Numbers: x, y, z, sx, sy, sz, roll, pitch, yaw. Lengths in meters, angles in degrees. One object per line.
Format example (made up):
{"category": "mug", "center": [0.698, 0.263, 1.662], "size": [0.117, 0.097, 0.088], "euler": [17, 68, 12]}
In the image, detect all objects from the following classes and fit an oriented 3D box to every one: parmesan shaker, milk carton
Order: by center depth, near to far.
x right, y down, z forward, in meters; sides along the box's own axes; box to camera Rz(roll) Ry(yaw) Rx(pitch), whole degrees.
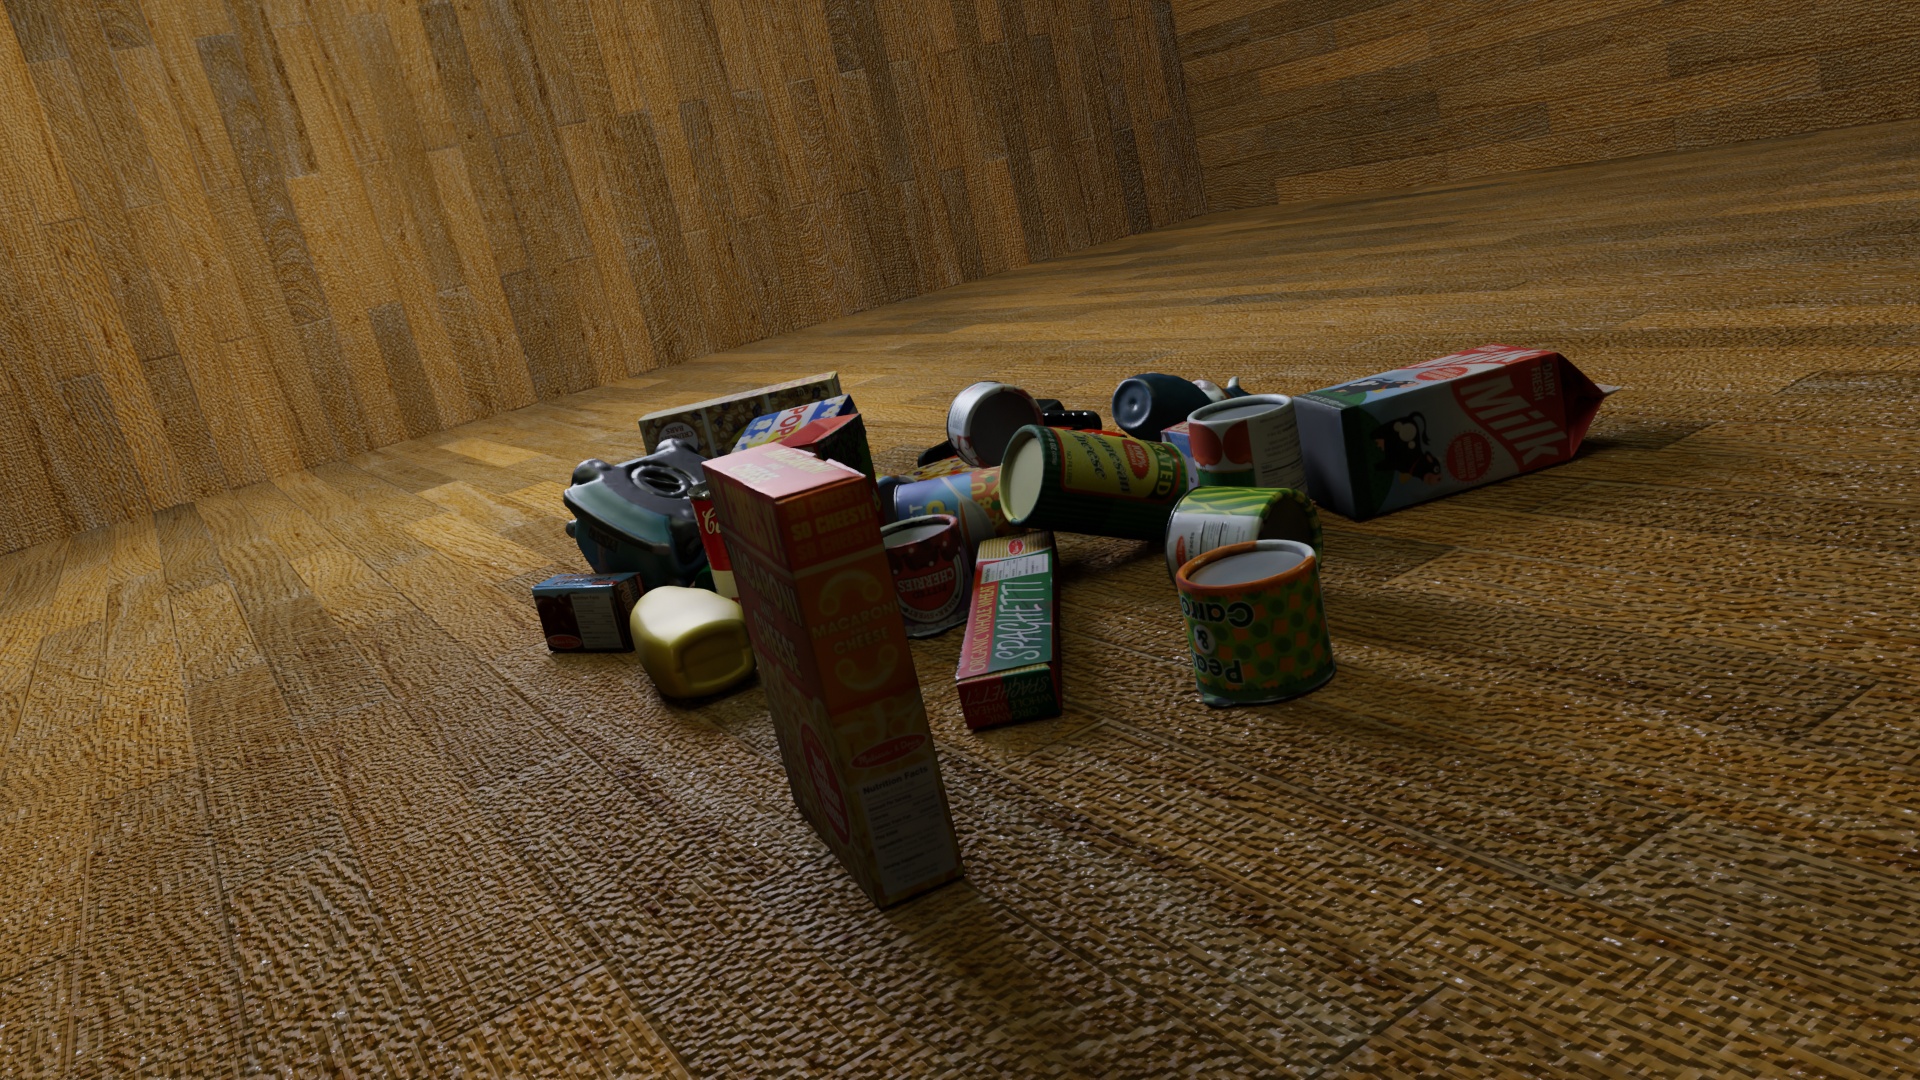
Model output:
{"category": "parmesan shaker", "center": [0.085, -0.034, 0.885], "size": [0.103, 0.071, 0.071], "euler": [6, 6, -24]}
{"category": "milk carton", "center": [0.319, -0.078, 0.891], "size": [0.191, 0.073, 0.072], "euler": [-15, 15, -9]}

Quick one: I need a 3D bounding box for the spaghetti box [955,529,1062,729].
{"category": "spaghetti box", "center": [0.031, 0.042, 0.787], "size": [0.050, 0.028, 0.251], "euler": [-11, 15, 7]}

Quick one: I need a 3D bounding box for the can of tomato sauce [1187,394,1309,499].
{"category": "can of tomato sauce", "center": [0.179, -0.043, 0.866], "size": [0.071, 0.083, 0.071], "euler": [-12, 15, 3]}

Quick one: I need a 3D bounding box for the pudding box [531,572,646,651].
{"category": "pudding box", "center": [-0.256, 0.049, 0.966], "size": [0.083, 0.049, 0.030], "euler": [-4, 16, 33]}

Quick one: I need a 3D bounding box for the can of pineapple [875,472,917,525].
{"category": "can of pineapple", "center": [-0.063, -0.015, 1.010], "size": [0.071, 0.070, 0.058], "euler": [-23, 17, -33]}

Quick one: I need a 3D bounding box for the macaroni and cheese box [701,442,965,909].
{"category": "macaroni and cheese box", "center": [-0.055, 0.048, 0.571], "size": [0.040, 0.166, 0.124], "euler": [-18, 15, -19]}

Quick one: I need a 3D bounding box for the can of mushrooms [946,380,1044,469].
{"category": "can of mushrooms", "center": [0.028, -0.082, 1.025], "size": [0.071, 0.071, 0.033], "euler": [-19, 17, -20]}

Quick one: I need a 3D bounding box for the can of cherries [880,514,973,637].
{"category": "can of cherries", "center": [-0.026, 0.021, 0.854], "size": [0.071, 0.058, 0.072], "euler": [-12, 14, 3]}

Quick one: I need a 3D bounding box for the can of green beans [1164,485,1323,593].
{"category": "can of green beans", "center": [0.154, 0.004, 0.750], "size": [0.071, 0.071, 0.058], "euler": [-25, 19, -38]}

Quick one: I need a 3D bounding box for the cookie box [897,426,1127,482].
{"category": "cookie box", "center": [0.033, -0.047, 1.090], "size": [0.168, 0.040, 0.123], "euler": [-20, 16, -26]}

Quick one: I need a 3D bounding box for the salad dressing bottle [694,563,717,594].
{"category": "salad dressing bottle", "center": [-0.141, 0.003, 1.028], "size": [0.044, 0.064, 0.148], "euler": [-26, 14, 36]}

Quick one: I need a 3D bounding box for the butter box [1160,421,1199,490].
{"category": "butter box", "center": [0.179, -0.051, 0.952], "size": [0.024, 0.053, 0.103], "euler": [-21, 17, -22]}

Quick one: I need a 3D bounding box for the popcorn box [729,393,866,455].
{"category": "popcorn box", "center": [-0.127, -0.055, 1.015], "size": [0.085, 0.038, 0.127], "euler": [-11, 30, 20]}

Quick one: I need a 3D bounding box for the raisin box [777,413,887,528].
{"category": "raisin box", "center": [-0.081, -0.012, 0.900], "size": [0.040, 0.123, 0.086], "euler": [-8, 15, 17]}

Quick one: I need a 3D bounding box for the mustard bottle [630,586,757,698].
{"category": "mustard bottle", "center": [-0.175, 0.057, 0.870], "size": [0.065, 0.048, 0.160], "euler": [-19, 15, -21]}

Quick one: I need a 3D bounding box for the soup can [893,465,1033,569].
{"category": "soup can", "center": [0.003, -0.012, 0.938], "size": [0.084, 0.071, 0.071], "euler": [-11, 15, 9]}

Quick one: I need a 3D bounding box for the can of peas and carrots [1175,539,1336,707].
{"category": "can of peas and carrots", "center": [0.137, 0.038, 0.654], "size": [0.071, 0.058, 0.071], "euler": [-13, 14, 3]}

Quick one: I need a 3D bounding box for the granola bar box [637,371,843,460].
{"category": "granola bar box", "center": [-0.169, -0.061, 1.151], "size": [0.165, 0.124, 0.039], "euler": [-12, 15, 3]}
